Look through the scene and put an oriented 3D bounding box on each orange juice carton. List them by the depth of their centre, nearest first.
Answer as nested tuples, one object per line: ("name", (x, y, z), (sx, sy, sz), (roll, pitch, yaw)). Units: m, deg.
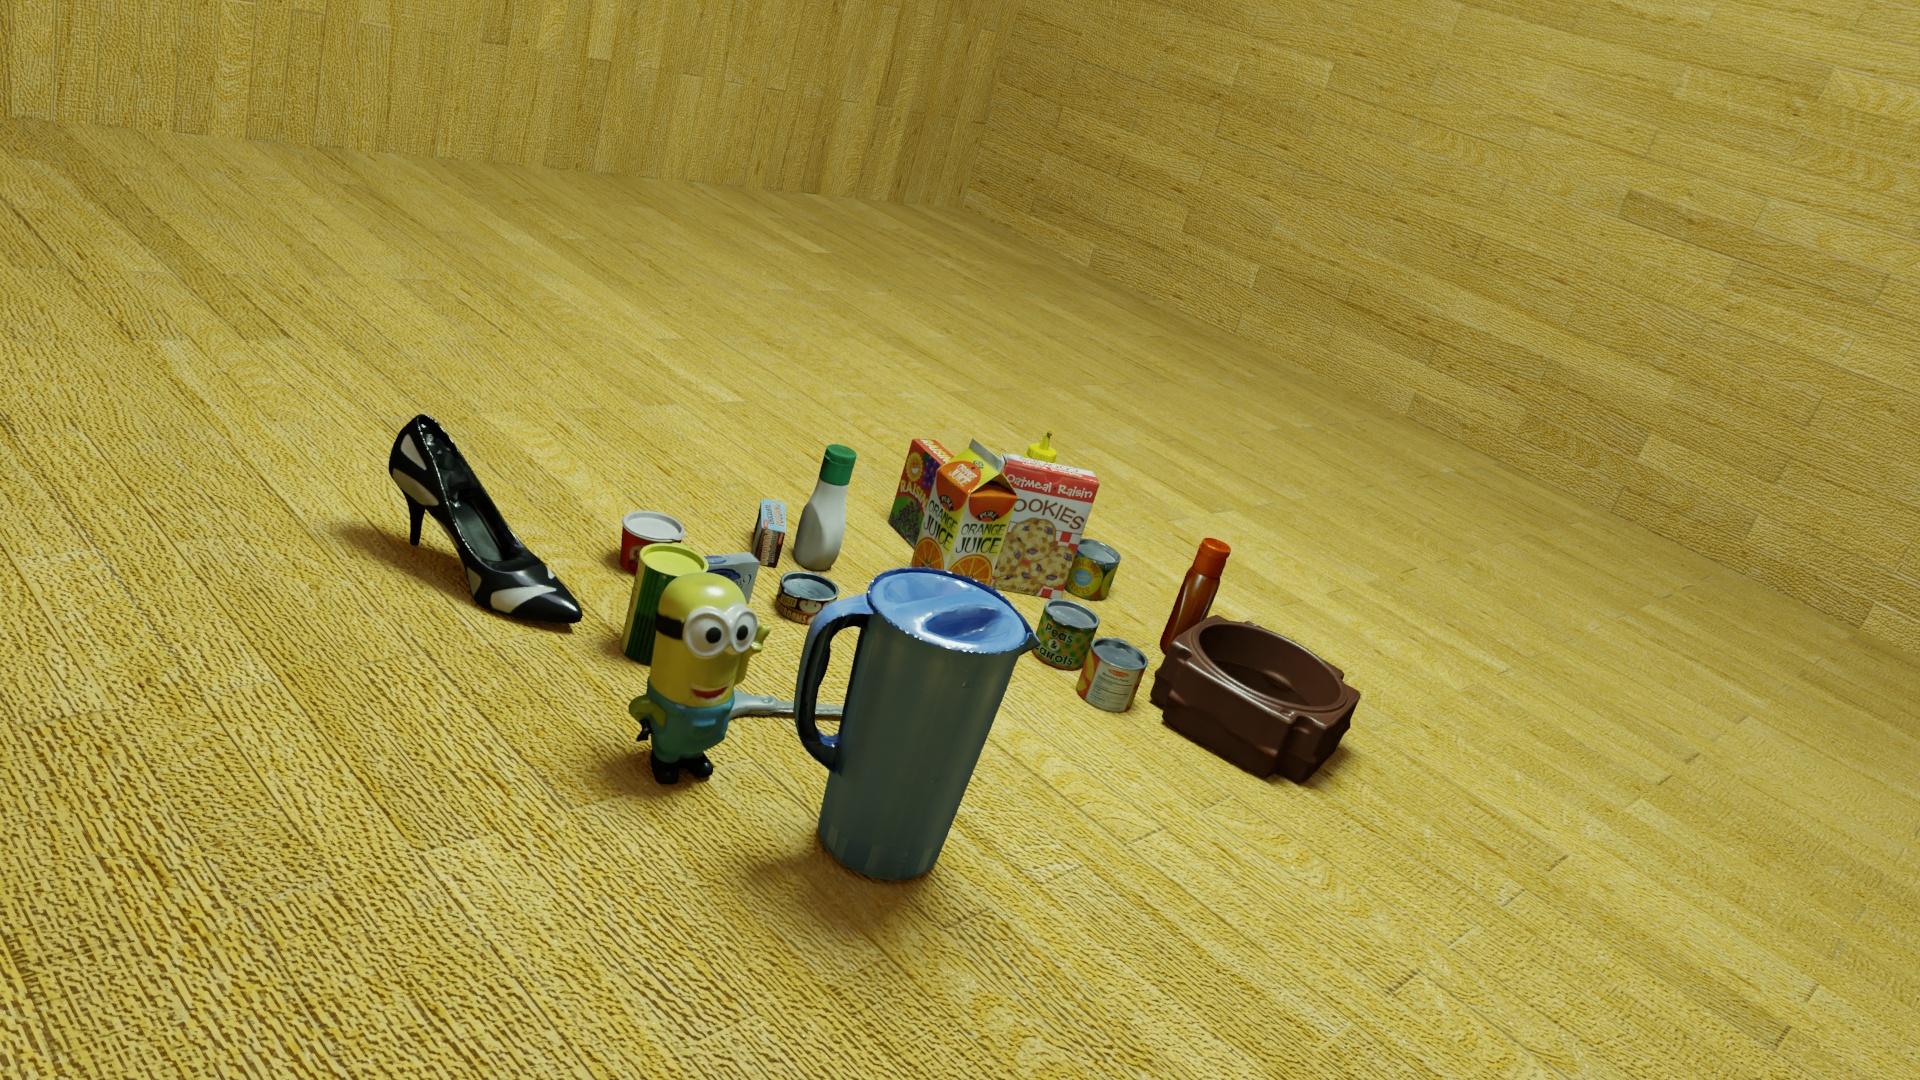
("orange juice carton", (0.006, -0.021, 1.635), (0.073, 0.191, 0.072), (1, 27, -35))

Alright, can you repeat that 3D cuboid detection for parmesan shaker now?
("parmesan shaker", (-0.288, 0.062, 1.353), (0.071, 0.102, 0.071), (15, 22, -6))

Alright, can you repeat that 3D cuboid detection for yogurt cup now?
("yogurt cup", (-0.338, 0.005, 1.511), (0.072, 0.053, 0.073), (15, 23, -6))

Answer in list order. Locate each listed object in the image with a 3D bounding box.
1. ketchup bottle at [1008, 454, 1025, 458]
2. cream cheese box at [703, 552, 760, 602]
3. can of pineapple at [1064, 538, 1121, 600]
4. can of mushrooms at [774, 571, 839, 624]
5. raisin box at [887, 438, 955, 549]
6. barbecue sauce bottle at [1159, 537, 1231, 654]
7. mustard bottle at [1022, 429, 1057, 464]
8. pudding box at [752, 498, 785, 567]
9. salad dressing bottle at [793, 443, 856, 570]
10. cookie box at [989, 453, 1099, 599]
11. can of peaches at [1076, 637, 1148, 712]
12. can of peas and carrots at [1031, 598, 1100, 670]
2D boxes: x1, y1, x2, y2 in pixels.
("ketchup bottle", (0.053, -0.035, 1.759), (0.043, 0.148, 0.065), (14, 22, -8))
("cream cheese box", (-0.266, 0.044, 1.475), (0.104, 0.053, 0.024), (-5, 31, -43))
("can of pineapple", (0.166, 0.038, 1.789), (0.071, 0.057, 0.071), (15, 23, -6))
("can of mushrooms", (-0.170, 0.063, 1.524), (0.071, 0.033, 0.071), (15, 23, -6))
("raisin box", (-0.043, -0.058, 1.776), (0.040, 0.123, 0.086), (1, 27, -34))
("barbecue sauce bottle", (0.285, 0.069, 1.684), (0.044, 0.148, 0.065), (19, 22, 5))
("mustard bottle", (0.098, -0.079, 1.877), (0.049, 0.159, 0.065), (29, 25, 27))
("pudding box", (-0.225, -0.010, 1.632), (0.030, 0.049, 0.084), (12, 23, -13))
("salad dressing bottle", (-0.156, -0.039, 1.621), (0.044, 0.147, 0.064), (-2, 29, -39))
("cookie box", (0.088, -0.016, 1.714), (0.123, 0.166, 0.040), (11, 23, -16))
("can of peaches", (0.168, 0.148, 1.537), (0.071, 0.057, 0.071), (15, 23, -6))
("can of peas and carrots", (0.119, 0.109, 1.592), (0.071, 0.058, 0.071), (15, 23, -6))
